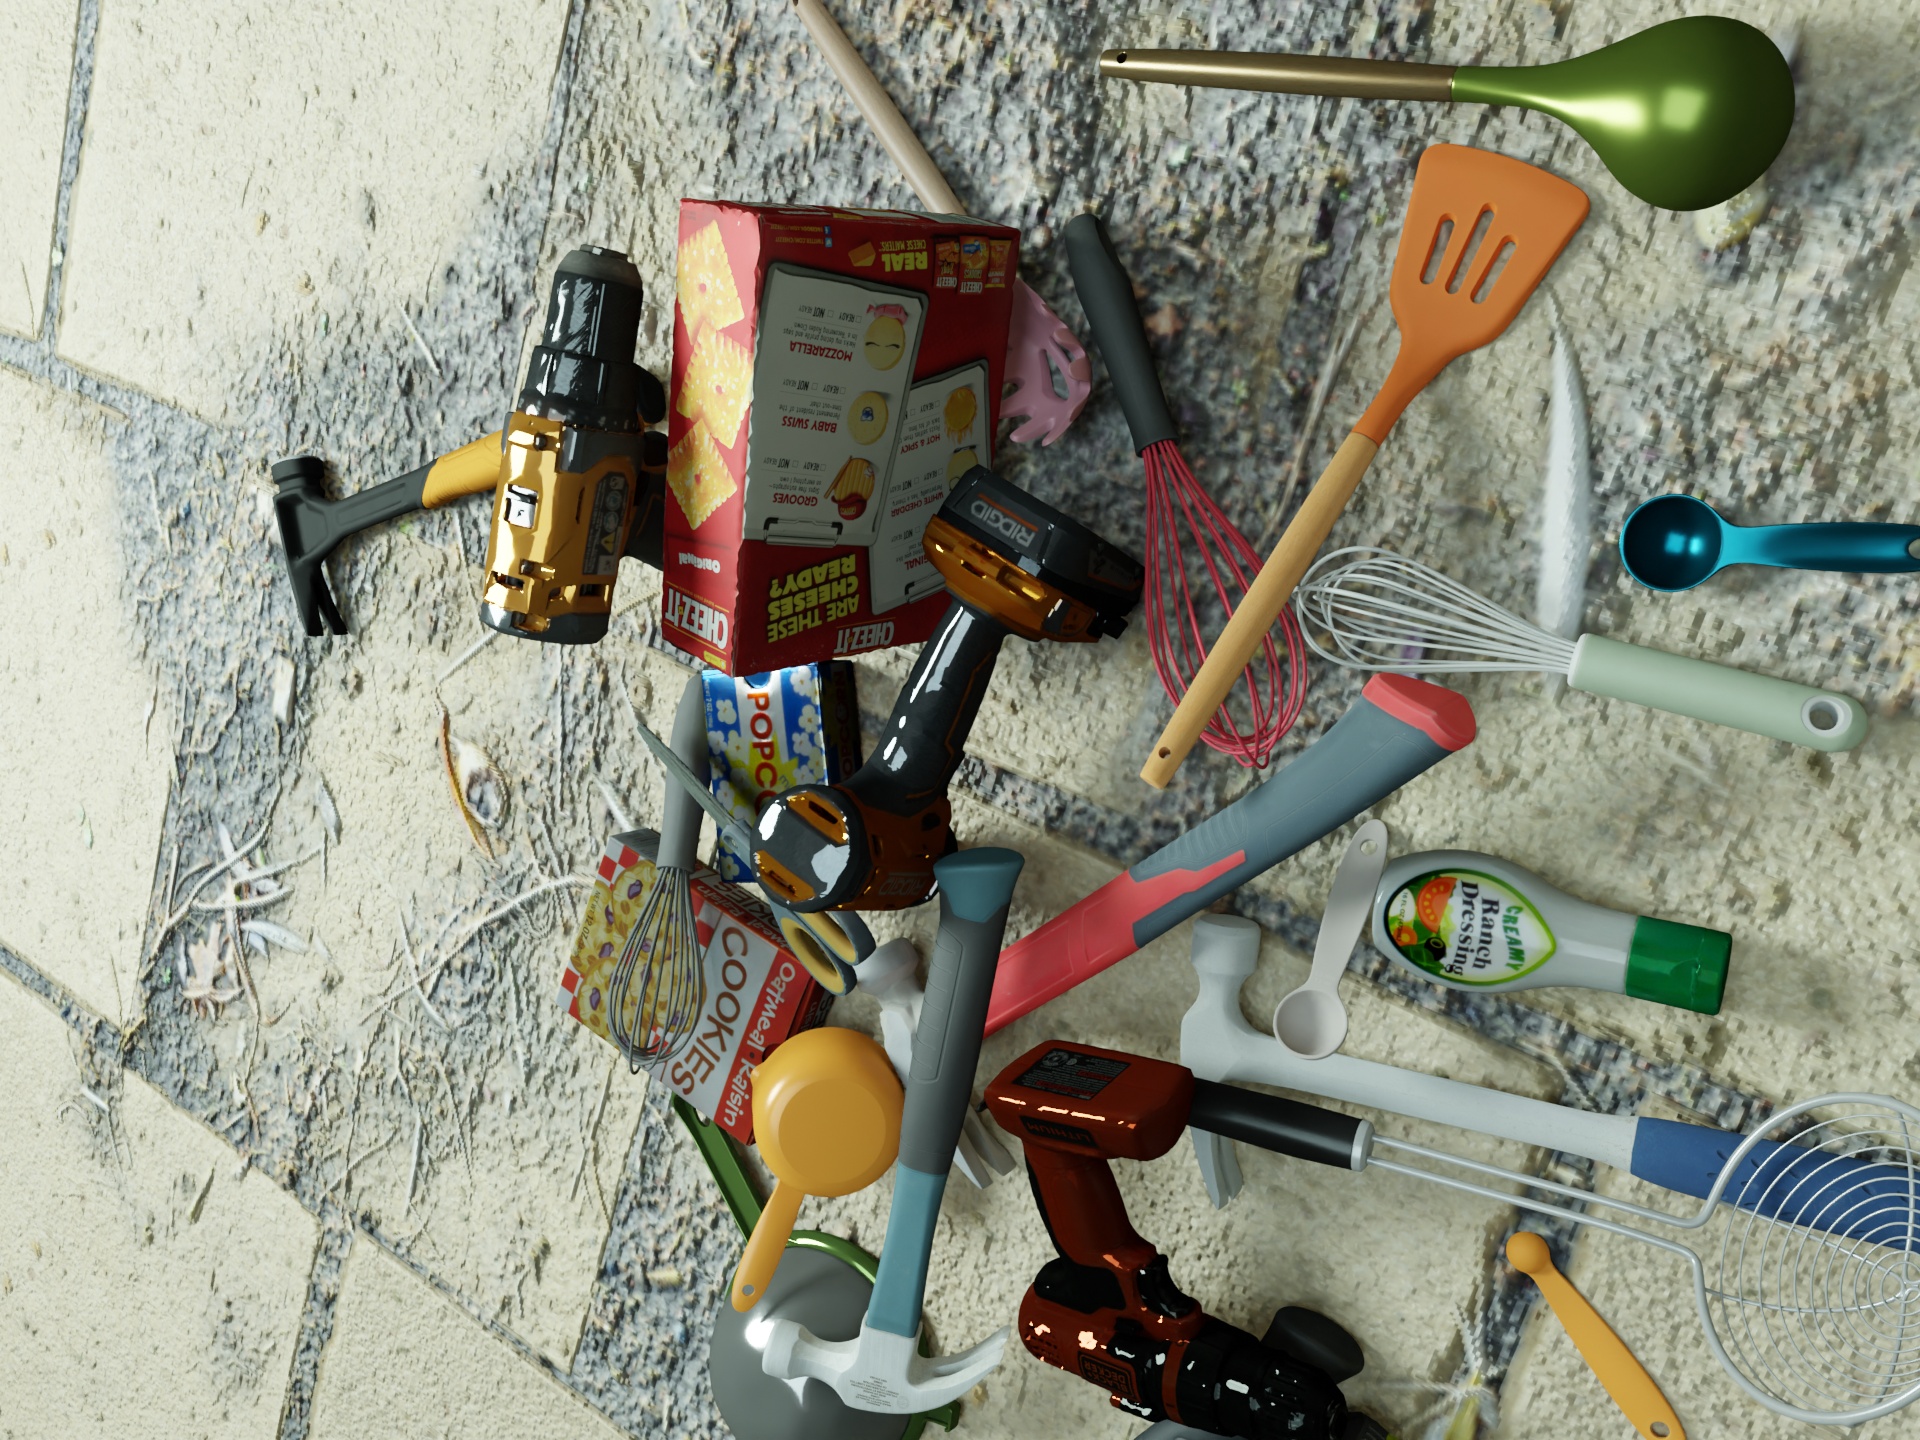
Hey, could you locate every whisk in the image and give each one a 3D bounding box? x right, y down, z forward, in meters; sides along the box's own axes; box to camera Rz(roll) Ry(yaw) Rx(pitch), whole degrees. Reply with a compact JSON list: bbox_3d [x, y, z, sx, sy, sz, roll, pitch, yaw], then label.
[{"bbox_3d":[0.103,-0.117,0.780,0.073,0.073,0.296,-23,78,29],"label":"whisk"},{"bbox_3d":[0.265,-0.028,0.704,0.246,0.059,0.058,17,86,22],"label":"whisk"},{"bbox_3d":[-0.166,0.084,0.919,0.055,0.055,0.239,-6,68,30],"label":"whisk"}]

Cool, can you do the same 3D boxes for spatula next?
[{"bbox_3d":[0.168,-0.110,0.718,0.081,0.041,0.322,30,85,24],"label":"spatula"}]

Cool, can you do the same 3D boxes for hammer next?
[{"bbox_3d":[-0.324,-0.153,1.032,0.337,0.034,0.127,-14,87,30],"label":"hammer"},{"bbox_3d":[-0.018,0.219,0.830,0.128,0.033,0.331,13,107,8],"label":"hammer"},{"bbox_3d":[0.095,0.104,0.776,0.386,0.038,0.143,-39,76,38],"label":"hammer"},{"bbox_3d":[0.290,0.193,0.713,0.406,0.035,0.144,8,98,29],"label":"hammer"},{"bbox_3d":[0.062,0.442,0.866,0.409,0.036,0.149,-47,73,24],"label":"hammer"}]

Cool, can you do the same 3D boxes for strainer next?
[{"bbox_3d":[-0.121,0.337,0.940,0.151,0.069,0.256,-35,79,28],"label":"strainer"}]

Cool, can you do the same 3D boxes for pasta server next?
[{"bbox_3d":[-0.018,-0.279,0.845,0.060,0.040,0.316,-45,71,44],"label":"pasta server"}]

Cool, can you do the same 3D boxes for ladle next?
[{"bbox_3d":[0.205,-0.286,0.723,0.320,0.062,0.078,20,96,34],"label":"ladle"}]

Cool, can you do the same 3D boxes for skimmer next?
[{"bbox_3d":[0.225,0.189,0.678,0.363,0.090,0.127,8,66,31],"label":"skimmer"}]

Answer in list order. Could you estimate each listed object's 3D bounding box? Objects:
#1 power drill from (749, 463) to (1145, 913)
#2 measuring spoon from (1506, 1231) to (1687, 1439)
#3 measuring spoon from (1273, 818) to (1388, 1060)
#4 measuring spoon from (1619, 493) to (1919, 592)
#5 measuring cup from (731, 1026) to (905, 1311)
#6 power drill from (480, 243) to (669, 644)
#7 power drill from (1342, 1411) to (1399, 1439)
[{"bbox_3d":[-0.001,-0.003,0.807,0.084,0.164,0.226,34,97,23],"label":"power drill"},{"bbox_3d":[0.293,0.289,0.733,0.021,0.011,0.117,-43,74,26],"label":"measuring spoon"},{"bbox_3d":[0.180,0.104,0.751,0.034,0.018,0.124,12,66,30],"label":"measuring spoon"},{"bbox_3d":[0.347,-0.074,0.672,0.128,0.021,0.042,4,97,20],"label":"measuring spoon"},{"bbox_3d":[-0.089,0.259,0.888,0.095,0.052,0.173,23,89,-8],"label":"measuring cup"},{"bbox_3d":[-0.145,-0.135,0.821,0.084,0.226,0.185,17,103,27],"label":"power drill"},{"bbox_3d":[0.253,0.426,0.733,0.229,0.080,0.190,24,106,23],"label":"power drill"}]
